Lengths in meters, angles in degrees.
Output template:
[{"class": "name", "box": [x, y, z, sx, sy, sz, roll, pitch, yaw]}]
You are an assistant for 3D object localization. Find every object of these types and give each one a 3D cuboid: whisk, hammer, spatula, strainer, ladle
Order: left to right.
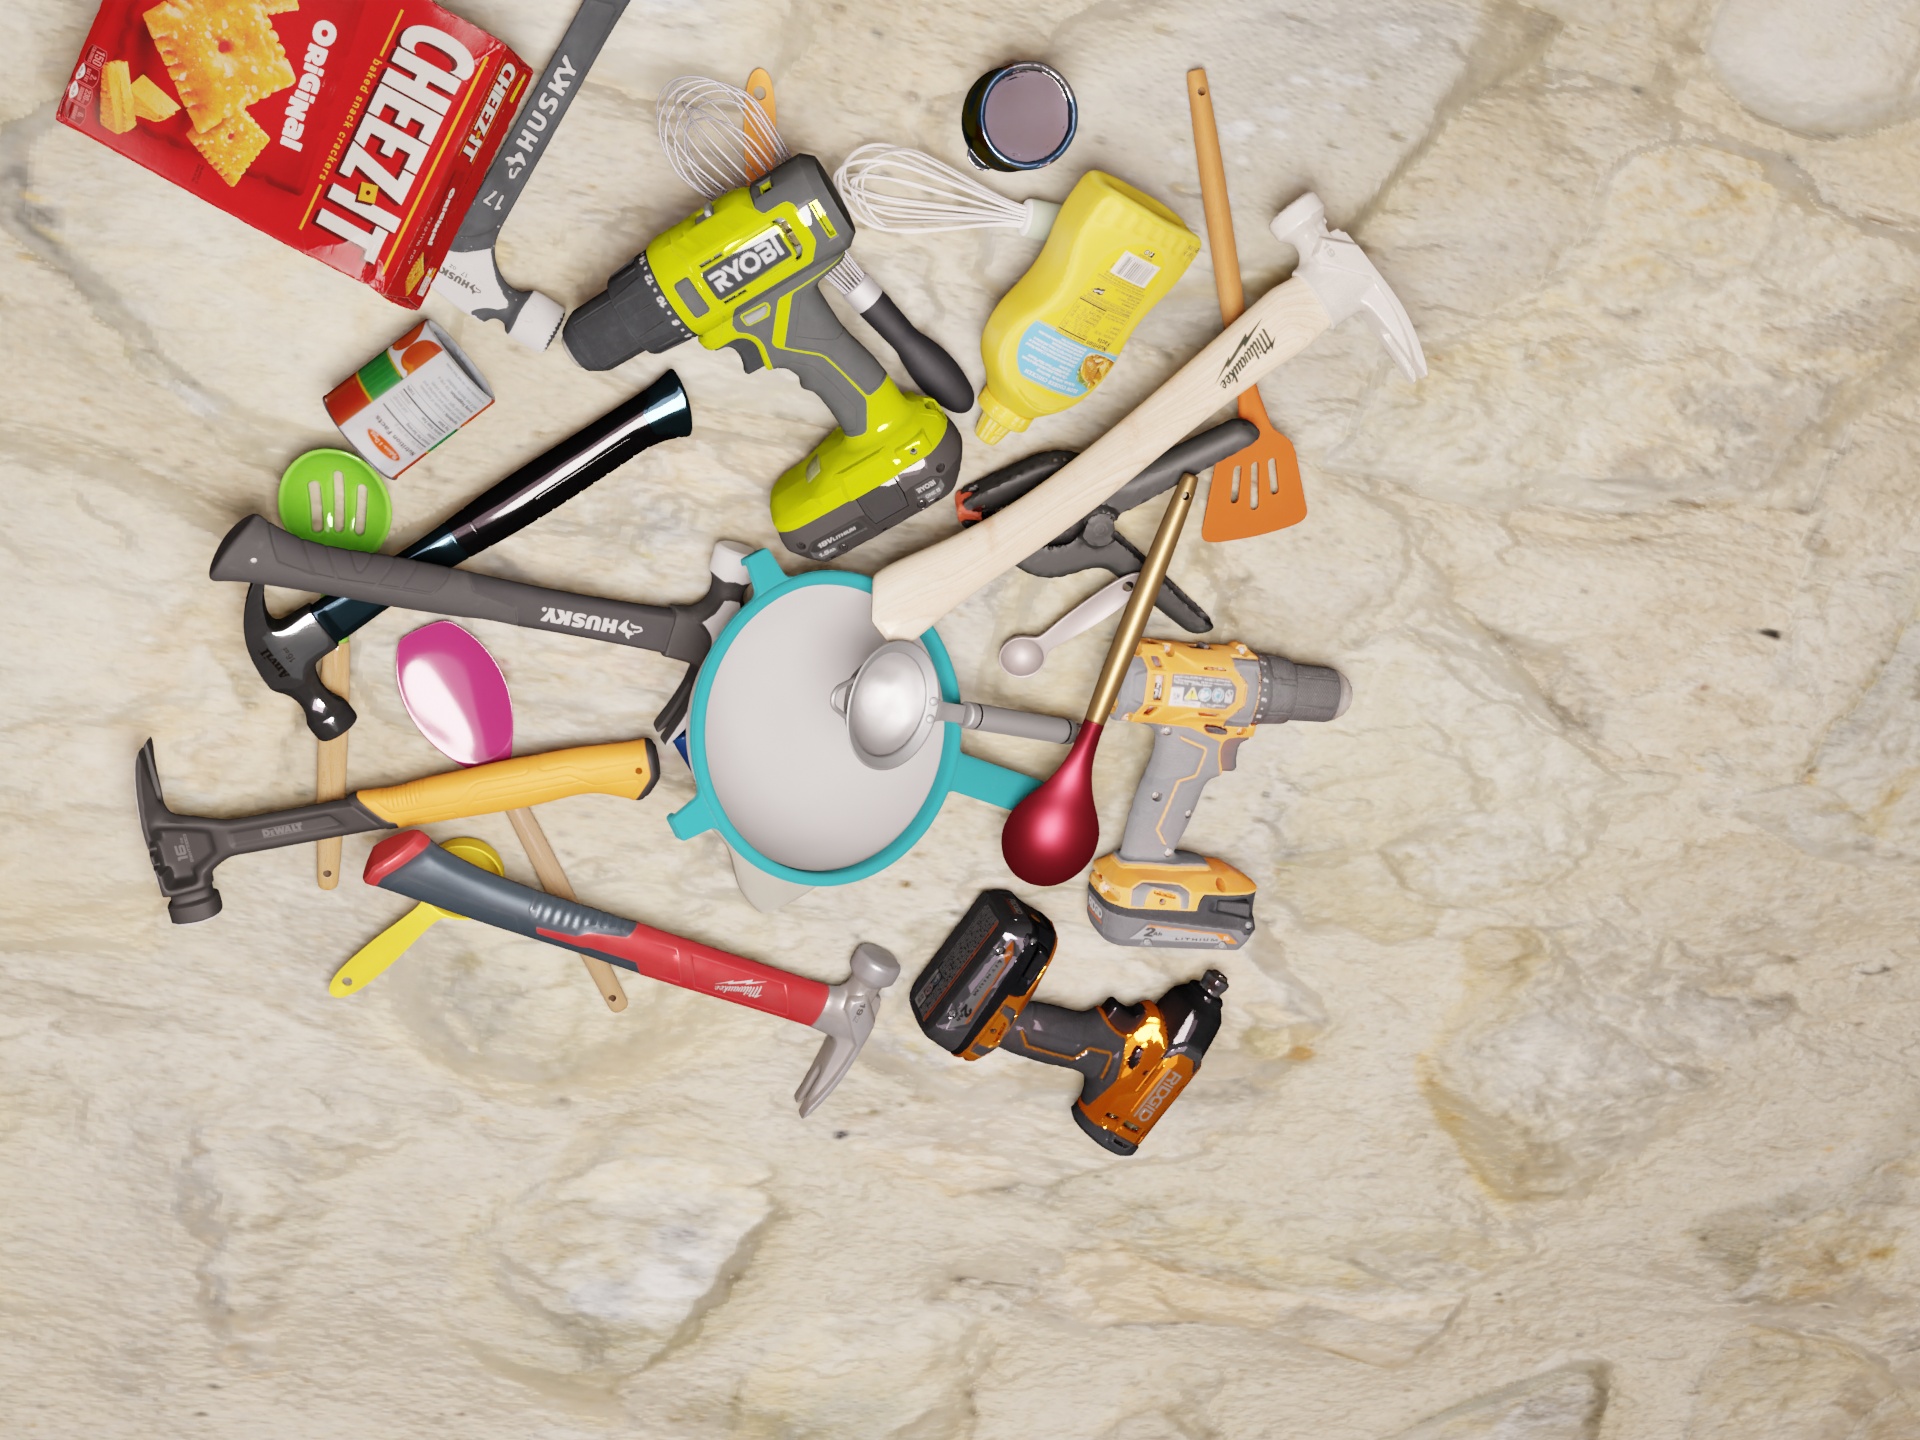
[{"class": "hammer", "box": [-0.375, 0.049, 1.081, 0.337, 0.034, 0.127, -10, 110, -10]}, {"class": "hammer", "box": [-0.317, -0.125, 1.042, 0.331, 0.033, 0.128, -34, 120, -5]}, {"class": "hammer", "box": [-0.303, -0.073, 1.031, 0.334, 0.035, 0.146, 9, 111, -30]}, {"class": "hammer", "box": [-0.225, -0.440, 0.977, 0.149, 0.036, 0.409, 29, 99, -17]}, {"class": "hammer", "box": [-0.238, 0.175, 1.137, 0.386, 0.038, 0.143, 23, 103, -26]}, {"class": "whisk", "box": [-0.085, -0.301, 1.029, 0.070, 0.070, 0.284, -45, 117, 5]}, {"class": "strainer", "box": [-0.061, 0.021, 1.130, 0.340, 0.095, 0.211, 20, 81, -37]}, {"class": "strainer", "box": [-0.002, -0.003, 1.088, 0.258, 0.050, 0.087, 9, 95, -43]}, {"class": "whisk", "box": [0.036, -0.336, 1.053, 0.246, 0.059, 0.058, 6, 79, -17]}, {"class": "ladle", "box": [0.105, -0.023, 1.116, 0.069, 0.031, 0.315, 19, 101, -8]}, {"class": "hammer", "box": [0.116, -0.173, 1.060, 0.410, 0.038, 0.146, -37, 93, -3]}, {"class": "spatula", "box": [0.187, -0.283, 1.110, 0.081, 0.041, 0.322, -13, 105, -5]}]

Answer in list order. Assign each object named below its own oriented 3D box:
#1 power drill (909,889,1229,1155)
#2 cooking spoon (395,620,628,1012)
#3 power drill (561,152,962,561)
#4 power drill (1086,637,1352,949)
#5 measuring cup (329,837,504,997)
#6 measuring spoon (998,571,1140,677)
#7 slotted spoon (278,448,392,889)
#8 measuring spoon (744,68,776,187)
[{"class": "power drill", "box": [0.093, 0.222, 1.222, 0.226, 0.084, 0.164, 33, 98, -22]}, {"class": "cooking spoon", "box": [-0.309, 0.076, 1.132, 0.069, 0.017, 0.318, -24, 109, -5]}, {"class": "power drill", "box": [-0.119, -0.217, 1.011, 0.190, 0.080, 0.228, -28, 125, 11]}, {"class": "power drill", "box": [0.190, 0.053, 1.187, 0.185, 0.084, 0.226, 4, 102, -12]}, {"class": "measuring cup", "box": [-0.390, 0.142, 1.134, 0.156, 0.029, 0.062, -40, 110, 6]}, {"class": "measuring spoon", "box": [0.081, -0.073, 1.146, 0.124, 0.018, 0.034, -33, 119, 15]}, {"class": "slotted spoon", "box": [-0.424, -0.030, 1.073, 0.070, 0.031, 0.313, 4, 108, -14]}, {"class": "measuring spoon", "box": [-0.131, -0.361, 1.033, 0.021, 0.011, 0.117, -2, 104, -18]}]
